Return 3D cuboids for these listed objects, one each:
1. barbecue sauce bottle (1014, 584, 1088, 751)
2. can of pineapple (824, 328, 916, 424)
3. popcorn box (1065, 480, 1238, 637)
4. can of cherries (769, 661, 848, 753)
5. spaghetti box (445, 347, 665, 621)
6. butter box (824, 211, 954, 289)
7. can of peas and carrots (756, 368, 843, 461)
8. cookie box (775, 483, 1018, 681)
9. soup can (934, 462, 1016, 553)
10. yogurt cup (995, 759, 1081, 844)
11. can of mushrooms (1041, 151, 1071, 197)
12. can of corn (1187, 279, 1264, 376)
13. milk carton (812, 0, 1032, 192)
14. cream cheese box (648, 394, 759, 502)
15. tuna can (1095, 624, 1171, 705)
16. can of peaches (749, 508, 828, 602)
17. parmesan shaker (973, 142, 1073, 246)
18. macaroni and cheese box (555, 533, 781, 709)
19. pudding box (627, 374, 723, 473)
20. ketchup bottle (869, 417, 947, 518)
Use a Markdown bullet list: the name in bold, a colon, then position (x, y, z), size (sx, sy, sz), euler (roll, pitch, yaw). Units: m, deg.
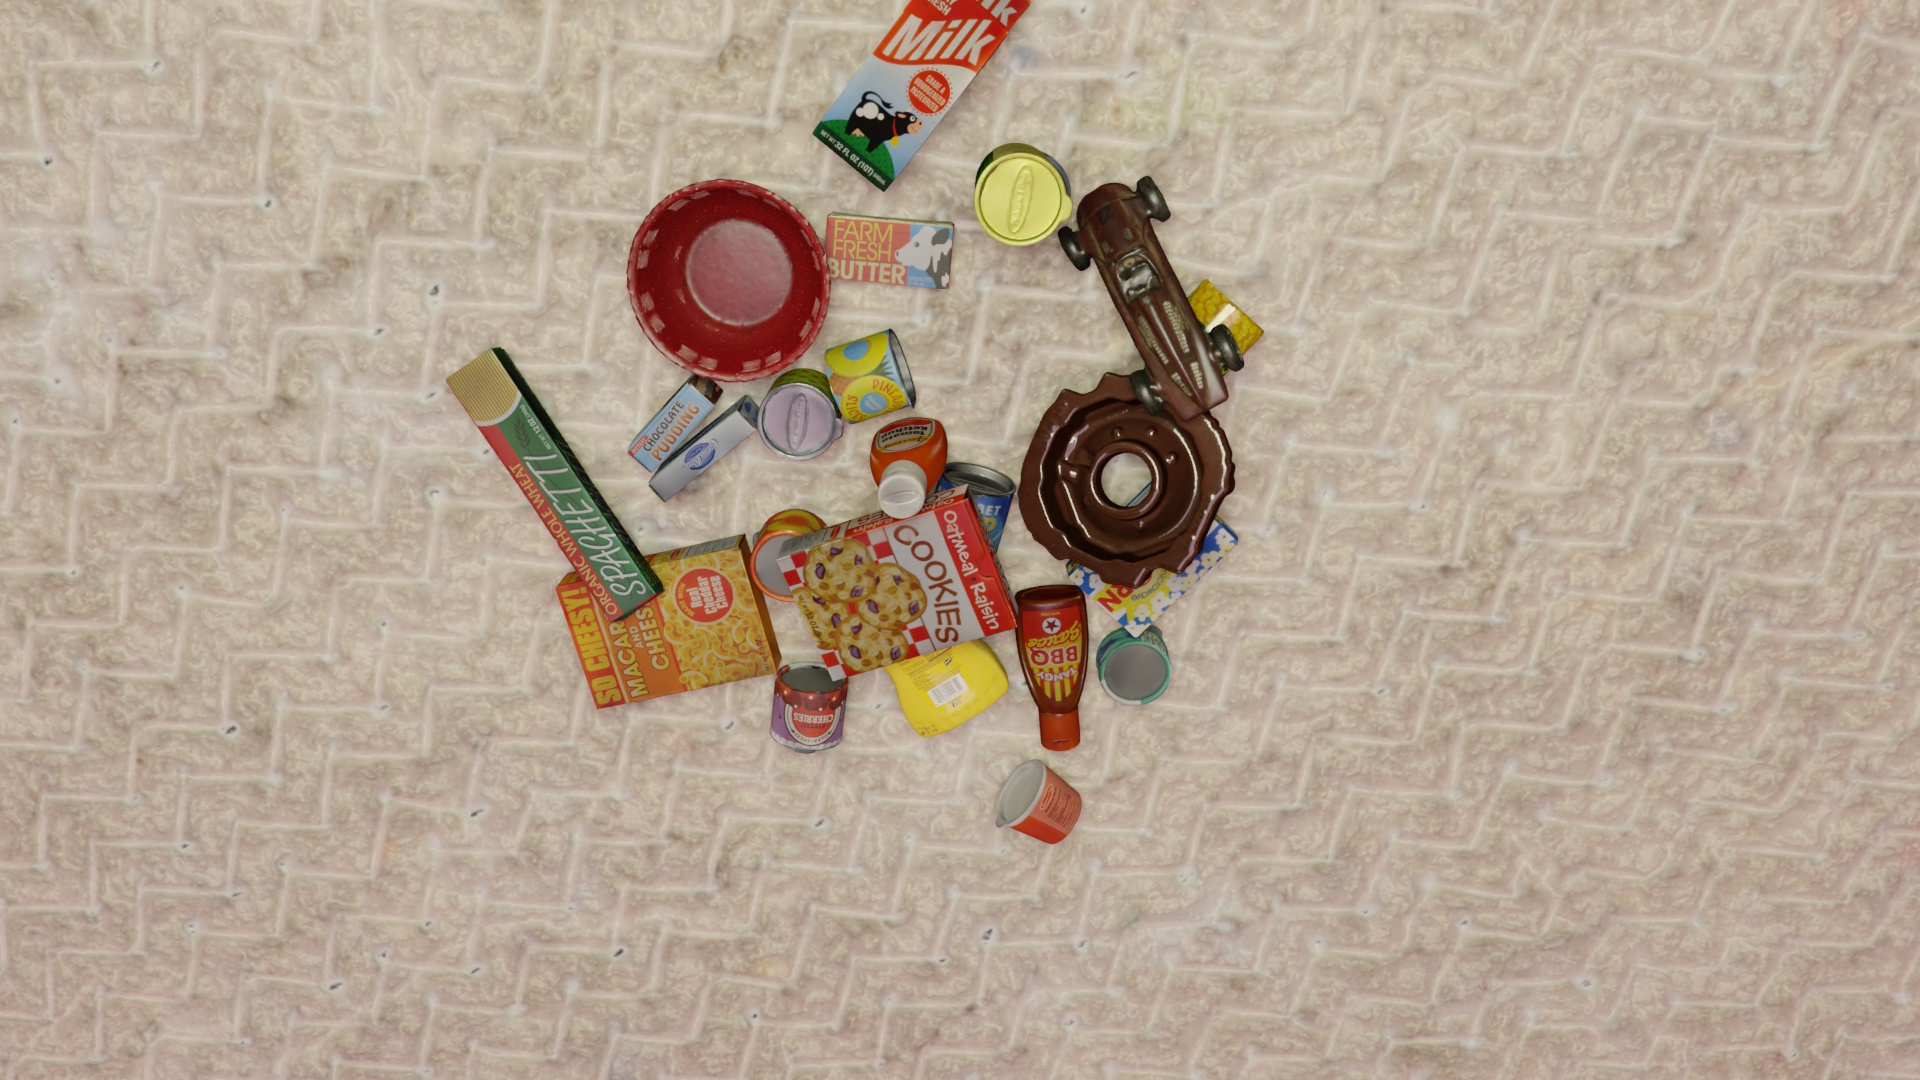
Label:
- **barbecue sauce bottle**: position (0.084, 0.114, 1.239), size (0.065, 0.044, 0.148), euler (-5, 110, 1)
- **can of pineapple**: position (-0.074, -0.133, 1.140), size (0.058, 0.071, 0.070), euler (-17, 108, 8)
- **popcorn box**: position (0.165, 0.011, 1.204), size (0.085, 0.038, 0.126), euler (42, 105, -12)
- **can of cherries**: position (-0.134, 0.148, 1.238), size (0.071, 0.072, 0.058), euler (8, 109, -2)
- **spaghetti box**: position (-0.340, -0.046, 1.171), size (0.050, 0.029, 0.250), euler (-32, 95, 8)
- **butter box**: position (-0.058, -0.235, 1.128), size (0.103, 0.024, 0.053), euler (4, 109, -1)
- **can of peas and carrots**: position (-0.130, -0.106, 1.156), size (0.071, 0.059, 0.070), euler (0, 110, 0)
- **cookie box**: position (-0.050, 0.036, 1.145), size (0.167, 0.040, 0.122), euler (-17, 112, 12)
- **soup can**: position (0.004, -0.015, 1.178), size (0.071, 0.071, 0.083), euler (14, 112, -4)
- **yogurt cup**: position (0.074, 0.242, 1.274), size (0.054, 0.073, 0.072), euler (34, 107, -19)
- **can of mushrooms**: position (0.052, -0.277, 1.107), size (0.071, 0.033, 0.070), euler (0, 110, 0)
- **can of corn**: position (0.203, -0.168, 1.124), size (0.071, 0.071, 0.058), euler (39, 105, -12)
- **milk carton**: position (-0.025, -0.365, 1.056), size (0.072, 0.074, 0.190), euler (38, 105, -12)
- **cream cheese box**: position (-0.214, -0.078, 1.169), size (0.103, 0.053, 0.024), euler (-37, 107, 12)
- **tuna can**: position (0.157, 0.110, 1.242), size (0.071, 0.033, 0.070), euler (0, 110, 1)
- **can of peaches**: position (-0.148, 0.013, 1.198), size (0.071, 0.058, 0.071), euler (0, 110, 0)
- **parmesan shaker**: position (0.046, -0.260, 1.040), size (0.071, 0.103, 0.071), euler (0, 109, 1)
- **macaroni and cheese box**: position (-0.256, 0.073, 1.230), size (0.166, 0.040, 0.123), euler (-12, 107, 5)
- **pudding box**: position (-0.239, -0.101, 1.164), size (0.030, 0.050, 0.083), euler (42, 105, -14)
- **ketchup bottle**: position (-0.044, -0.059, 1.124), size (0.065, 0.149, 0.043), euler (-10, 111, 5)
